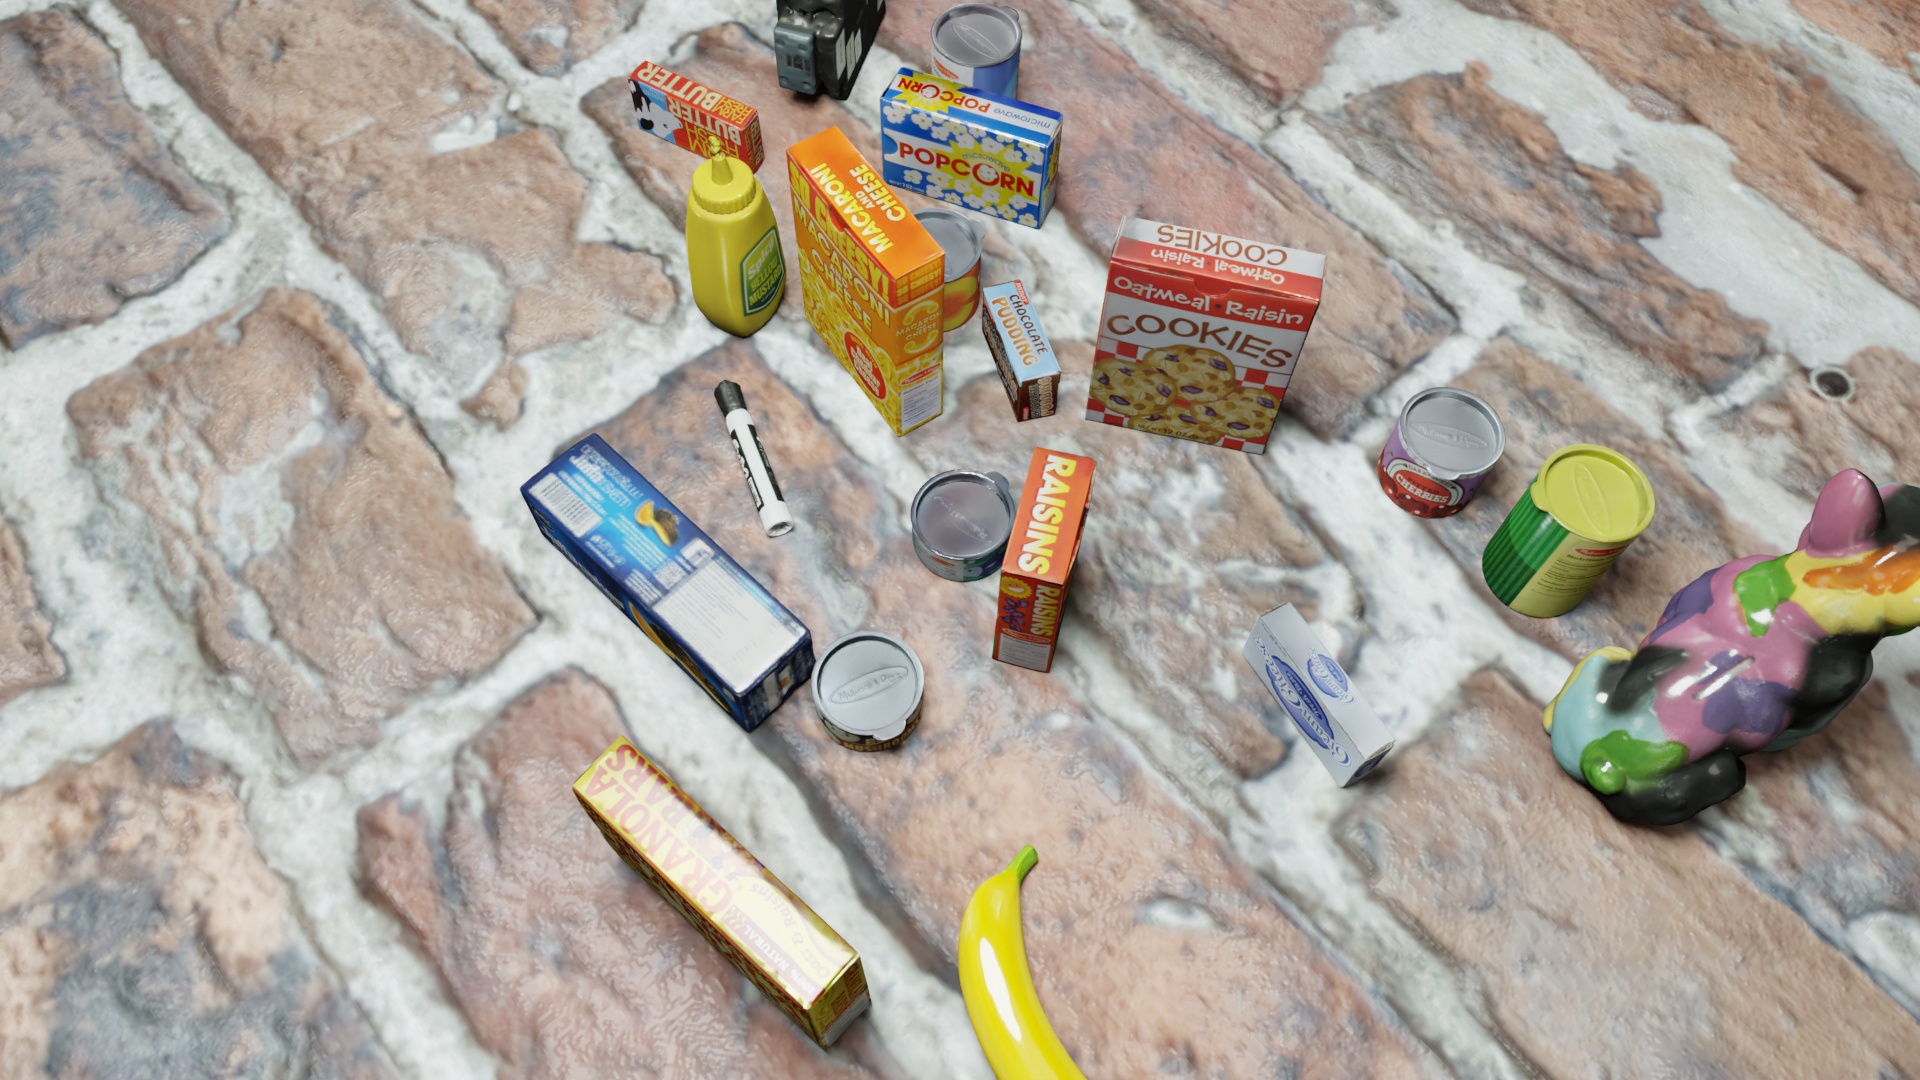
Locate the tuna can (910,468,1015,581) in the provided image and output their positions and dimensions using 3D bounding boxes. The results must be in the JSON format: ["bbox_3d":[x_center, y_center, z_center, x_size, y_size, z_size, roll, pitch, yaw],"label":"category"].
[{"bbox_3d":[0.003,-0.011,0.882,0.071,0.032,0.071,1,61,-1],"label":"tuna can"}]

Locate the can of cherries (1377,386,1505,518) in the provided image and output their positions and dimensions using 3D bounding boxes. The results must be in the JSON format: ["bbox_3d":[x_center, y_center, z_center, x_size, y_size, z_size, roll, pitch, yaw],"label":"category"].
[{"bbox_3d":[0.308,-0.054,0.898,0.071,0.058,0.072,1,61,-1],"label":"can of cherries"}]

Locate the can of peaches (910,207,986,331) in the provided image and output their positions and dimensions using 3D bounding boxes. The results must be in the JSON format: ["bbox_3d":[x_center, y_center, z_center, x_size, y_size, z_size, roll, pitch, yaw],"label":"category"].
[{"bbox_3d":[-0.016,-0.188,0.966,0.071,0.057,0.071,1,61,-1],"label":"can of peaches"}]

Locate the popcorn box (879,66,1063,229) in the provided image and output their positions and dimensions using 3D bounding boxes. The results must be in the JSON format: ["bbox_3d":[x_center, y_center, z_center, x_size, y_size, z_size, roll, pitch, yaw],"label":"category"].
[{"bbox_3d":[0.008,-0.282,1.003,0.127,0.084,0.038,19,63,9],"label":"popcorn box"}]

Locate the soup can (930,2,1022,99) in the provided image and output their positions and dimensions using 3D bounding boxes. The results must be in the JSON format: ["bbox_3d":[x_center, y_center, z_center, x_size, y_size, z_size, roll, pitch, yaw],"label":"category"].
[{"bbox_3d":[0.013,-0.348,1.041,0.071,0.083,0.071,0,61,-1],"label":"soup can"}]

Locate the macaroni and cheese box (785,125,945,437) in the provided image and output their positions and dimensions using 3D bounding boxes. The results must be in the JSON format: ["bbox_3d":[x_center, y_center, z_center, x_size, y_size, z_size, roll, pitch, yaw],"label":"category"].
[{"bbox_3d":[-0.059,-0.161,0.888,0.040,0.165,0.124,-31,66,-16],"label":"macaroni and cheese box"}]

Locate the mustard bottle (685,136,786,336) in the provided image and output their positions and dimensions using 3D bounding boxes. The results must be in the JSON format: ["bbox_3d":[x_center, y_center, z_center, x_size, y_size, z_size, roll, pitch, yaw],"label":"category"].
[{"bbox_3d":[-0.151,-0.202,0.913,0.049,0.159,0.065,28,64,13],"label":"mustard bottle"}]

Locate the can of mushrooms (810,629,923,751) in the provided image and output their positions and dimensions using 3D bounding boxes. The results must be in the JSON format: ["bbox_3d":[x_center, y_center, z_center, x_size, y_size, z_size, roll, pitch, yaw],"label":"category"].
[{"bbox_3d":[-0.054,0.092,0.824,0.071,0.033,0.071,1,61,-1],"label":"can of mushrooms"}]

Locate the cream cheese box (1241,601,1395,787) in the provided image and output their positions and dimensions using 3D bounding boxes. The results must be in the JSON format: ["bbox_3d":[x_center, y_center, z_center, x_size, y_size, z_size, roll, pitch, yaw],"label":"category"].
[{"bbox_3d":[0.209,0.091,0.818,0.024,0.053,0.104,-27,65,-15],"label":"cream cheese box"}]

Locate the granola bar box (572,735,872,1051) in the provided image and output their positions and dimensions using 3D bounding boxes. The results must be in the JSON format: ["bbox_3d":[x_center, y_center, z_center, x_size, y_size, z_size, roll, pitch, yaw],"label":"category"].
[{"bbox_3d":[-0.121,0.186,0.719,0.166,0.123,0.039,38,67,18],"label":"granola bar box"}]

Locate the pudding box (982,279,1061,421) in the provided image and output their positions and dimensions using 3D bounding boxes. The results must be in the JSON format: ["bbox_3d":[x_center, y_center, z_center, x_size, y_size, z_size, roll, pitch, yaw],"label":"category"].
[{"bbox_3d":[0.040,-0.129,0.939,0.030,0.049,0.084,-15,62,-9],"label":"pudding box"}]

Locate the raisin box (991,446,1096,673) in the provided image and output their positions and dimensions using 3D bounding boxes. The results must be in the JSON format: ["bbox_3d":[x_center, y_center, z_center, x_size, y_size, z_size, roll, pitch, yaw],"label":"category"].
[{"bbox_3d":[0.048,0.014,0.818,0.040,0.122,0.086,14,62,6],"label":"raisin box"}]

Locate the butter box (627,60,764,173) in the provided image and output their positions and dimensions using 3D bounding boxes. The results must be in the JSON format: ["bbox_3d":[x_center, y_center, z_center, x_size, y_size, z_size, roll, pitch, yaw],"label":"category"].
[{"bbox_3d":[-0.196,-0.314,1.035,0.103,0.053,0.024,27,64,13],"label":"butter box"}]

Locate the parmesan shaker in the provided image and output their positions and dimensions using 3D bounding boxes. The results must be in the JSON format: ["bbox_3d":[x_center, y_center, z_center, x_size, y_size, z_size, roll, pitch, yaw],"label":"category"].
[{"bbox_3d":[0.364,-0.004,0.846,0.071,0.102,0.071,0,61,-1],"label":"parmesan shaker"}]

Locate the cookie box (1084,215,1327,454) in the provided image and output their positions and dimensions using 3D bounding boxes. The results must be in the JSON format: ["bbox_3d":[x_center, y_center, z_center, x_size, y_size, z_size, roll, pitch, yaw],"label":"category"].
[{"bbox_3d":[0.148,-0.123,0.871,0.123,0.166,0.040,12,62,6],"label":"cookie box"}]
